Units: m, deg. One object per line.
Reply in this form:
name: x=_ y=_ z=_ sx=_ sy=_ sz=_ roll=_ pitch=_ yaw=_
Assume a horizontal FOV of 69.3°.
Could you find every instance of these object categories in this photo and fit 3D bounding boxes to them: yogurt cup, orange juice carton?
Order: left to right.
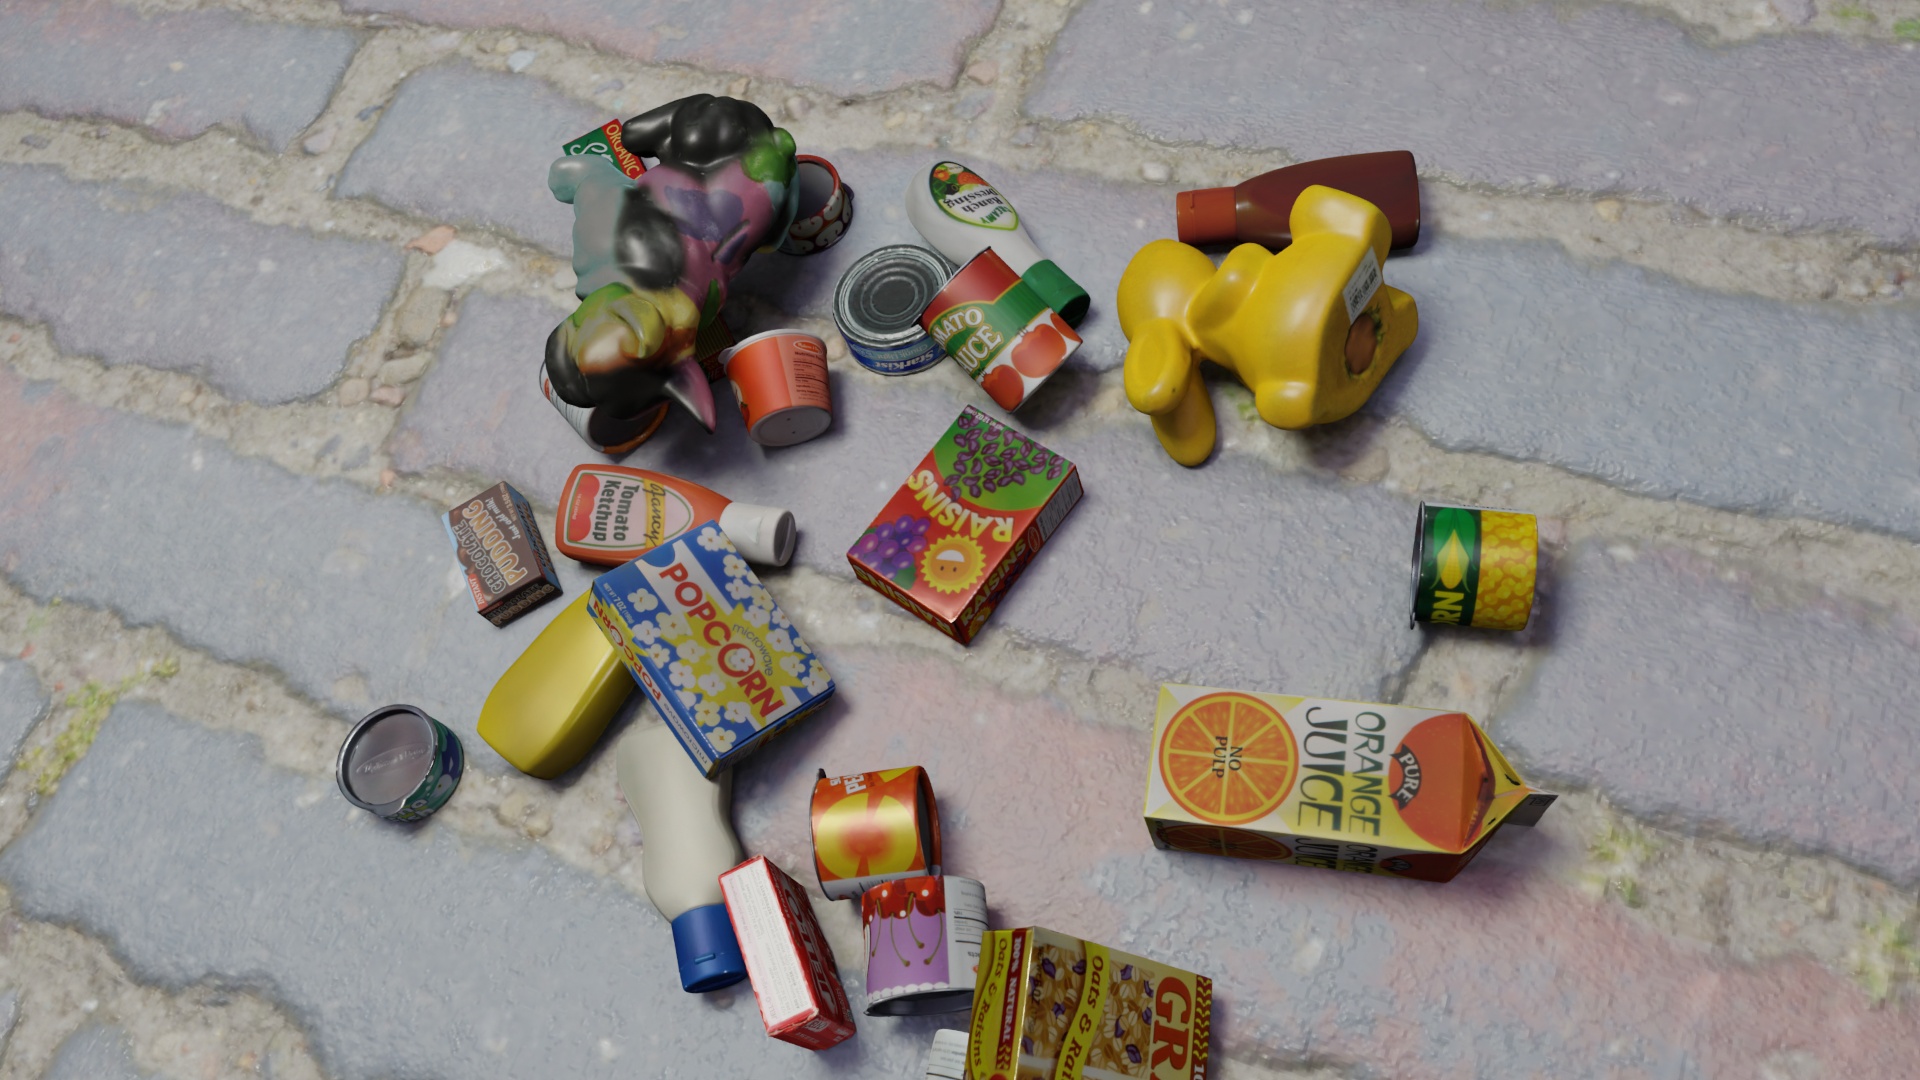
yogurt cup: x=-0.114 y=-0.096 z=0.894 sx=0.072 sy=0.072 sz=0.054 roll=-17 pitch=69 yaw=4
orange juice carton: x=0.195 y=0.126 z=0.705 sx=0.193 sy=0.071 sz=0.073 roll=4 pitch=66 yaw=15

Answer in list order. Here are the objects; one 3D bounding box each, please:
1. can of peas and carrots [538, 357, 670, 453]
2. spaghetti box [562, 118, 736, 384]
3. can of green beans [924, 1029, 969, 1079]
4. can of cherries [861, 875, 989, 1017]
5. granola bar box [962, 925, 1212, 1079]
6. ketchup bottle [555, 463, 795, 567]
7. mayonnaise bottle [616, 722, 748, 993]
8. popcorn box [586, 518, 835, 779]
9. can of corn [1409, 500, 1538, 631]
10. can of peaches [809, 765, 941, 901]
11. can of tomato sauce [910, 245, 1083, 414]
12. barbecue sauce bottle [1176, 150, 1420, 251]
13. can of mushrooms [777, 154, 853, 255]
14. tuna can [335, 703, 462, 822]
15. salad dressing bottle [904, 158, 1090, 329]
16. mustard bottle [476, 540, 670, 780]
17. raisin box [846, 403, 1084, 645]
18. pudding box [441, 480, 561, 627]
can of peas and carrots: x=-0.233 y=-0.101 z=0.922 sx=0.071 sy=0.070 sz=0.059 roll=-41 pitch=63 yaw=-9
spaghetti box: x=-0.223 y=-0.208 z=0.994 sx=0.050 sy=0.028 sz=0.251 roll=-28 pitch=61 yaw=-3
can of green beans: x=0.013 y=0.275 z=0.674 sx=0.071 sy=0.071 sz=0.058 roll=8 pitch=66 yaw=17
can of cherries: x=-0.020 y=0.210 z=0.715 sx=0.071 sy=0.071 sz=0.058 roll=-10 pitch=62 yaw=8
granola bar box: x=0.056 y=0.274 z=0.637 sx=0.039 sy=0.124 sz=0.166 roll=-21 pitch=51 yaw=48
ketchup bottle: x=-0.178 y=-0.010 z=0.875 sx=0.149 sy=0.043 sz=0.065 roll=7 pitch=78 yaw=16
mayonnaise bottle: x=-0.151 y=0.175 z=0.778 sx=0.065 sy=0.041 sz=0.148 roll=-16 pitch=62 yaw=-3
popcorn box: x=-0.143 y=0.061 z=0.797 sx=0.085 sy=0.038 sz=0.127 roll=-30 pitch=77 yaw=-34
can of corn: x=0.274 y=0.016 z=0.746 sx=0.058 sy=0.071 sz=0.071 roll=5 pitch=65 yaw=15
can of peaches: x=-0.045 y=0.155 z=0.747 sx=0.058 sy=0.071 sz=0.071 roll=-9 pitch=62 yaw=8
can of tomato sauce: x=0.023 y=-0.128 z=0.859 sx=0.083 sy=0.071 sz=0.071 roll=45 pitch=79 yaw=-1
barbecue sauce bottle: x=0.214 y=-0.212 z=0.888 sx=0.148 sy=0.043 sz=0.065 roll=-3 pitch=63 yaw=12
can of mushrooms: x=-0.110 y=-0.239 z=0.982 sx=0.071 sy=0.033 sz=0.071 roll=-6 pitch=62 yaw=11
tuna can: x=-0.340 y=0.138 z=0.843 sx=0.071 sy=0.032 sz=0.071 roll=-5 pitch=63 yaw=11
salad dressing bottle: x=0.024 y=-0.193 z=0.918 sx=0.064 sy=0.043 sz=0.148 roll=-25 pitch=62 yaw=-37
mustard bottle: x=-0.219 y=0.066 z=0.837 sx=0.065 sy=0.048 sz=0.160 roll=35 pitch=81 yaw=22
raisin box: x=0.003 y=-0.010 z=0.837 sx=0.086 sy=0.040 sz=0.124 roll=31 pitch=73 yaw=24
pudding box: x=-0.298 y=0.008 z=0.901 sx=0.050 sy=0.030 sz=0.084 roll=-29 pitch=61 yaw=-2
